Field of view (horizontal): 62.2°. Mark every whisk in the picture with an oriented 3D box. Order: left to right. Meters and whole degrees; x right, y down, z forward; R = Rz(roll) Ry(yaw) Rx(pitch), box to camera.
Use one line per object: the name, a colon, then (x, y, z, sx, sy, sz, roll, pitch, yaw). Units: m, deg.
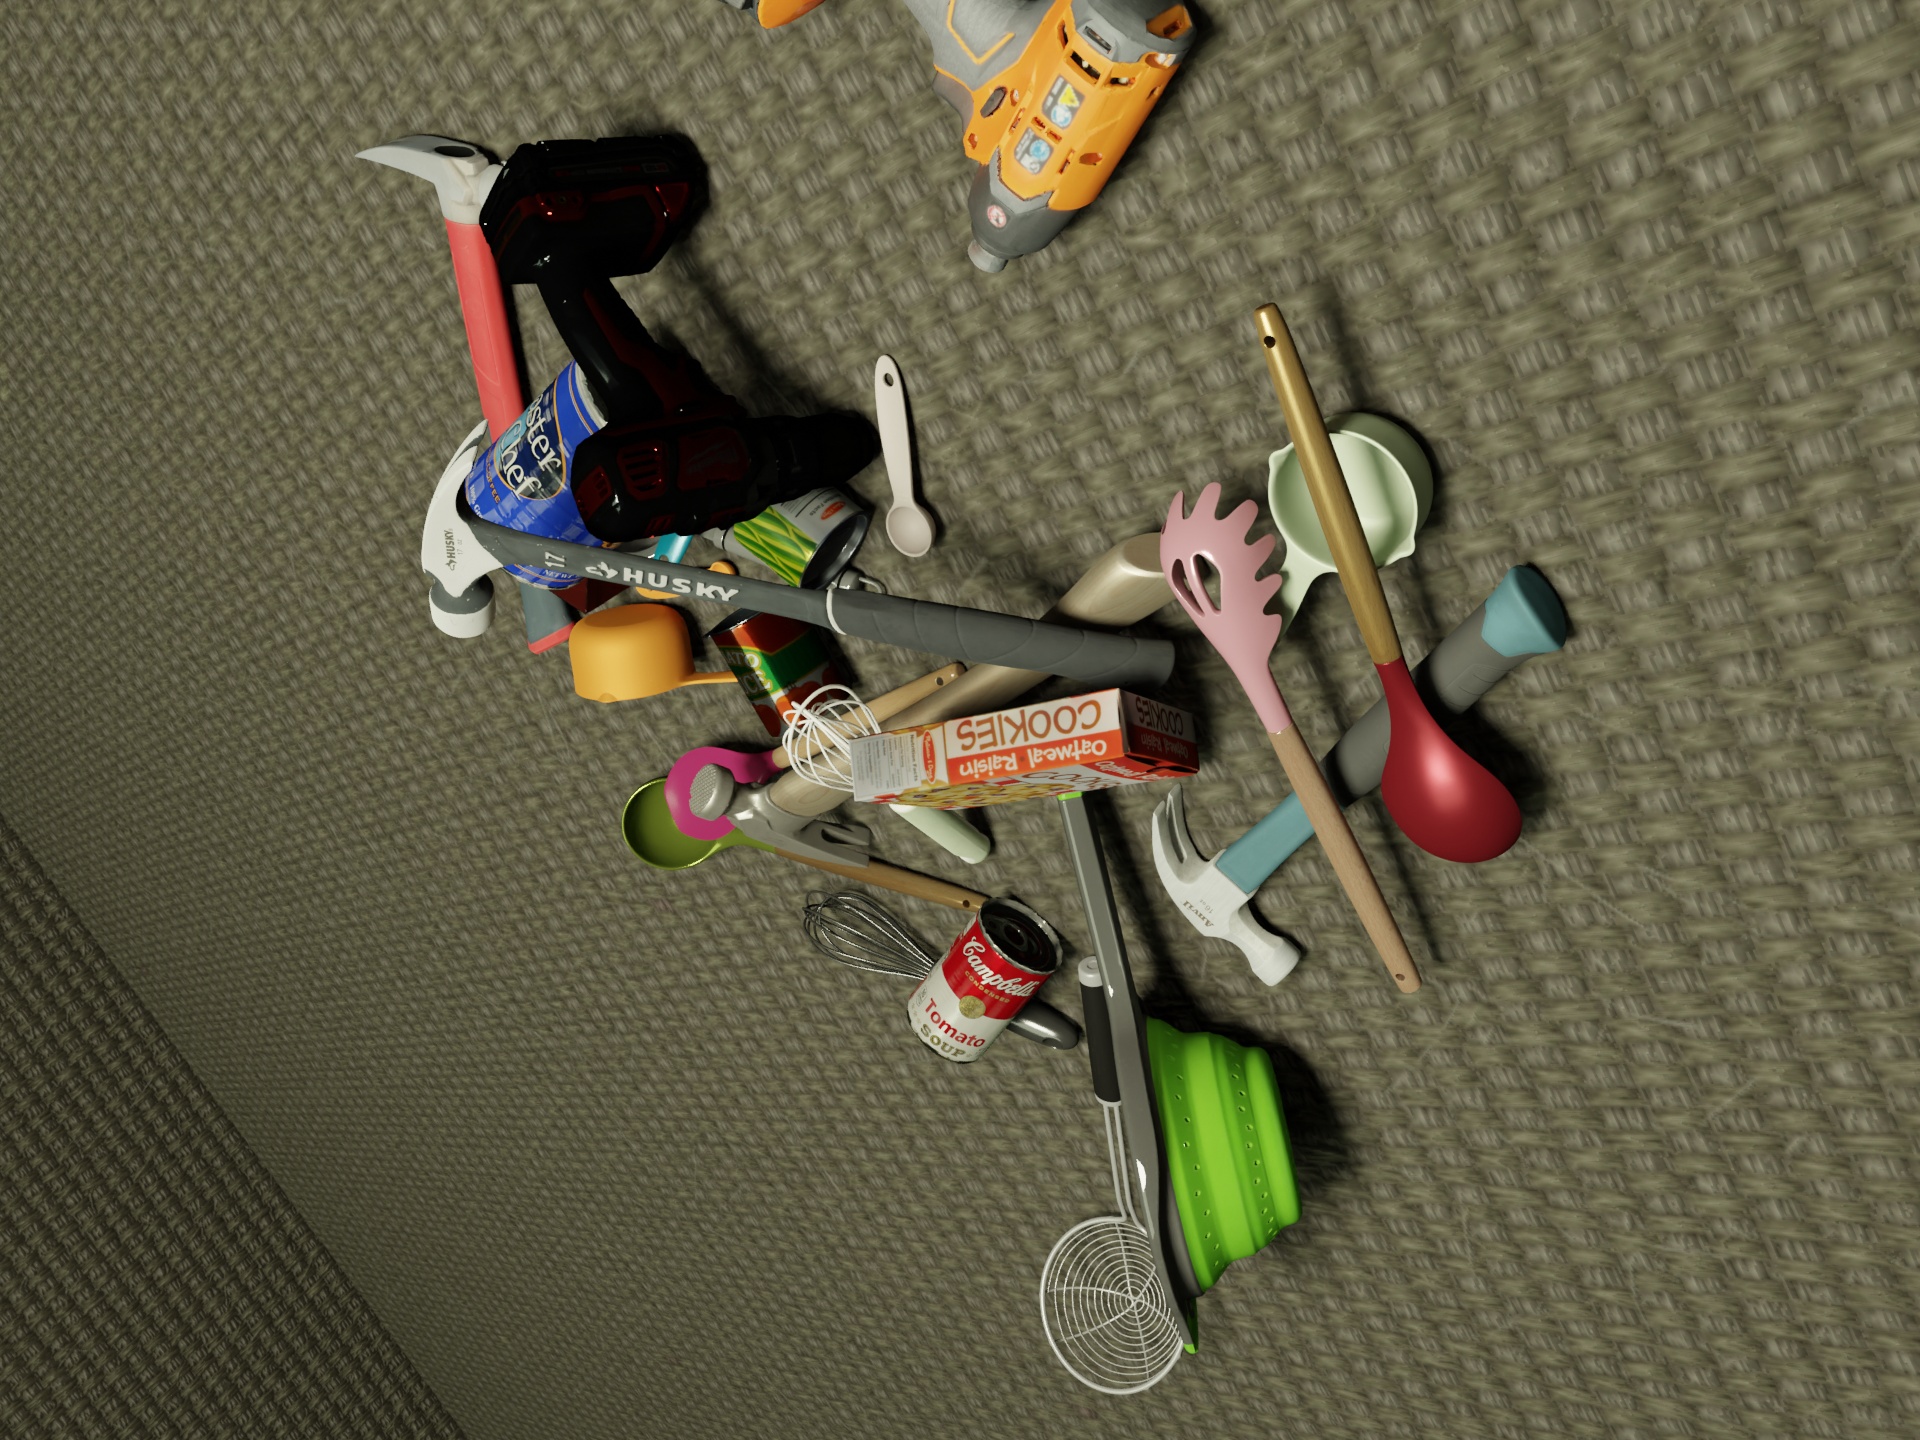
whisk: (-0.039, 0.043, 1.006, 0.058, 0.059, 0.246, 24, 170, 34)
whisk: (-0.018, 0.186, 1.184, 0.239, 0.055, 0.055, 23, 133, 20)

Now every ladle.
ladle: (-0.122, 0.104, 1.200, 0.320, 0.062, 0.078, 13, 109, 30)
ladle: (0.201, -0.054, 0.771, 0.069, 0.031, 0.315, -7, 117, 41)

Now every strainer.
strainer: (-0.164, -0.125, 1.070, 0.258, 0.050, 0.087, 23, 94, 19)

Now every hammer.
hammer: (-0.338, -0.219, 1.147, 0.143, 0.038, 0.386, 23, 133, 27)
hammer: (-0.084, -0.067, 0.859, 0.409, 0.036, 0.149, 10, 145, -6)
hammer: (-0.002, -0.003, 1.002, 0.146, 0.038, 0.410, 23, 142, -34)
hammer: (0.213, 0.031, 0.875, 0.128, 0.033, 0.331, 42, 138, 5)

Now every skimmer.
skimmer: (0.100, 0.336, 1.157, 0.127, 0.090, 0.363, 14, 127, 34)

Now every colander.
colander: (0.144, 0.194, 1.011, 0.094, 0.204, 0.397, -13, 98, 9)

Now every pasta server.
pasta server: (0.184, 0.020, 0.847, 0.060, 0.040, 0.316, -9, 120, 44)

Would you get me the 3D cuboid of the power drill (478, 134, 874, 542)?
power drill: (-0.161, -0.219, 0.924, 0.080, 0.188, 0.227, -31, 80, 53)

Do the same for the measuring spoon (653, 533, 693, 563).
measuring spoon: (-0.178, -0.146, 1.039, 0.042, 0.021, 0.128, 33, 110, 12)

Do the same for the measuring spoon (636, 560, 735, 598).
measuring spoon: (-0.197, -0.101, 1.142, 0.117, 0.011, 0.021, -3, 118, 46)

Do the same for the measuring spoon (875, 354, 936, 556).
measuring spoon: (-0.033, -0.159, 0.956, 0.034, 0.018, 0.124, 10, 120, 35)

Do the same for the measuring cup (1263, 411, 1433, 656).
measuring cup: (0.181, -0.086, 0.811, 0.083, 0.038, 0.167, 37, 140, 12)

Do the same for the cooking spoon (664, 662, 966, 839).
cooking spoon: (-0.111, 0.019, 1.123, 0.319, 0.017, 0.069, -24, 87, 40)

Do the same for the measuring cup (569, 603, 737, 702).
measuring cup: (-0.199, -0.053, 1.139, 0.173, 0.095, 0.052, -1, 110, 18)

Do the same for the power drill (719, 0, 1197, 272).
power drill: (-0.016, -0.330, 0.760, 0.226, 0.084, 0.164, 41, 139, 2)
